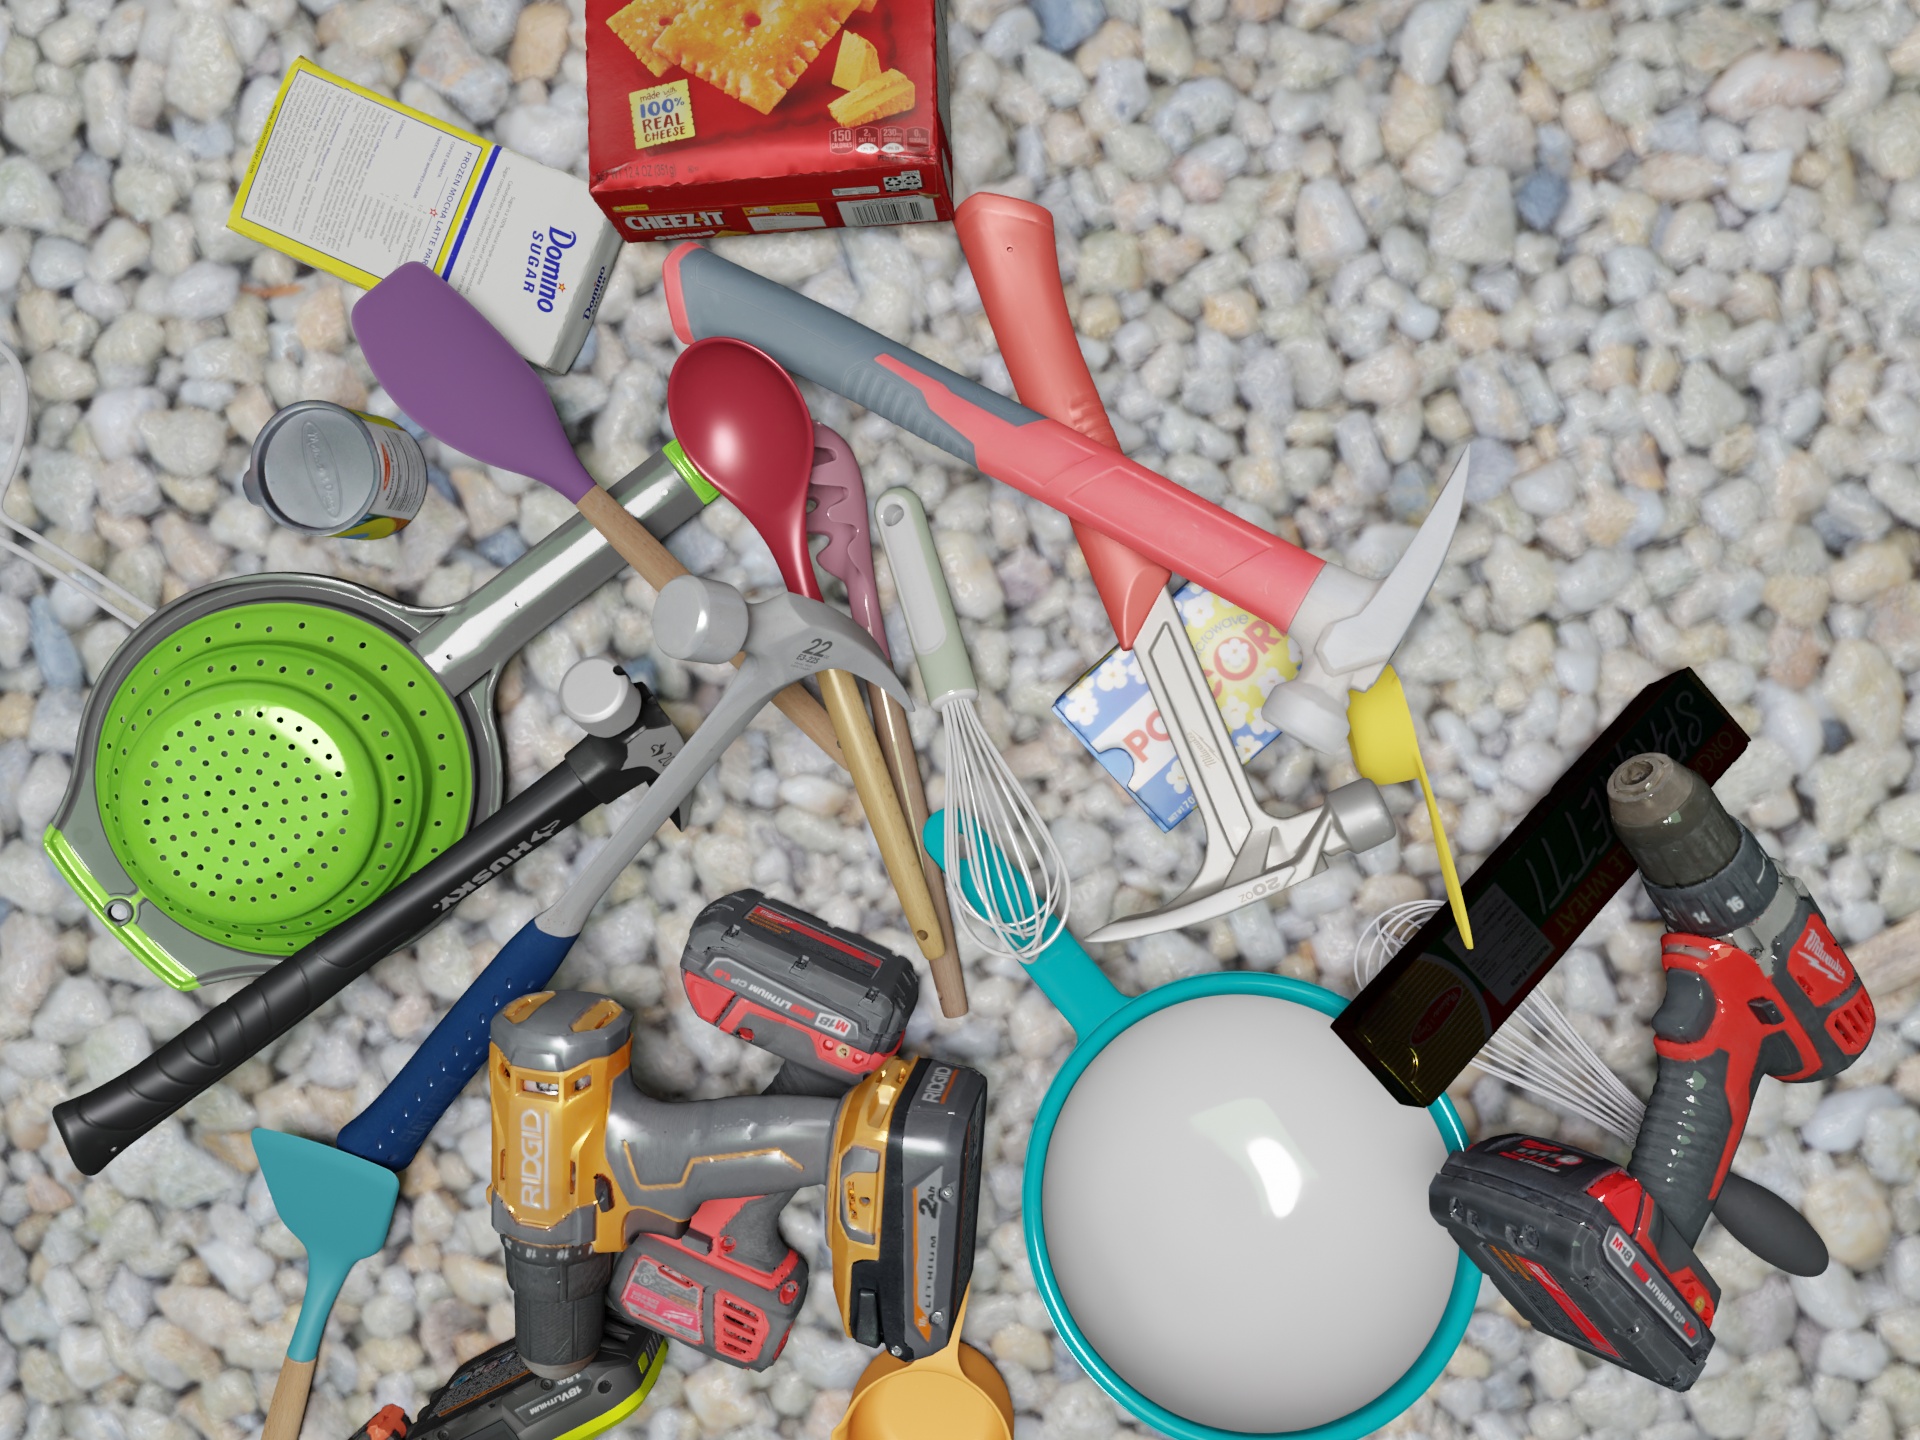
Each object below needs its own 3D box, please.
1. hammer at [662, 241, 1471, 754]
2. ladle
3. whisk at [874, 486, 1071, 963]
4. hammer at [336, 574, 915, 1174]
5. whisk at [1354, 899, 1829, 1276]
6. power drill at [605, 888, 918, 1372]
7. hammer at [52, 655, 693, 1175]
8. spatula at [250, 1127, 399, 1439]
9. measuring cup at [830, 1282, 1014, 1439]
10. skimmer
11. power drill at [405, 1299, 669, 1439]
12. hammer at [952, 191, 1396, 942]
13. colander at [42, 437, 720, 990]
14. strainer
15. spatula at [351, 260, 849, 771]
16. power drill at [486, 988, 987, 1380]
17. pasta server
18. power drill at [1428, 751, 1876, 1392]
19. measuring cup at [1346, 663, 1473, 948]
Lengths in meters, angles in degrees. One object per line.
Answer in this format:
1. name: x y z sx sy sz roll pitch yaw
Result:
1. hammer: 0.032 -0.139 0.724 0.386 0.038 0.143 30 94 14
2. ladle: -0.062 -0.029 0.758 0.069 0.031 0.315 -14 102 25
3. whisk: -0.001 -0.002 0.761 0.058 0.059 0.246 -23 72 21
4. hammer: -0.179 0.090 0.752 0.405 0.144 0.035 -47 57 25
5. whisk: 0.311 0.182 0.772 0.284 0.070 0.070 37 96 -4
6. power drill: -0.119 0.205 0.800 0.143 0.078 0.219 23 98 3
7. hammer: -0.270 0.099 0.740 0.335 0.146 0.035 -36 69 -6
8. spatula: -0.364 0.365 0.845 0.082 0.044 0.317 17 96 5
9. measuring cup: -0.010 0.319 0.809 0.095 0.052 0.173 8 93 4
10. skimmer: -0.413 -0.060 0.827 0.363 0.090 0.127 36 98 -9
11. power drill: -0.168 0.421 0.818 0.171 0.080 0.223 -28 95 7
12. hammer: 0.066 -0.081 0.751 0.149 0.036 0.359 -23 82 9
13. colander: -0.262 -0.017 0.757 0.397 0.094 0.204 -38 101 -3
14. strainer: 0.092 0.185 0.774 0.211 0.095 0.340 -36 74 -13
15. spatula: -0.161 -0.087 0.759 0.315 0.018 0.060 45 72 -11
16. power drill: -0.109 0.228 0.728 0.226 0.084 0.185 6 102 9
17. pasta server: -0.043 -0.001 0.796 0.040 0.060 0.316 -15 96 -24
18. power drill: 0.300 0.145 0.691 0.187 0.080 0.227 48 69 -22
19. measuring cup: 0.203 0.040 0.733 0.029 0.062 0.157 -13 48 10
